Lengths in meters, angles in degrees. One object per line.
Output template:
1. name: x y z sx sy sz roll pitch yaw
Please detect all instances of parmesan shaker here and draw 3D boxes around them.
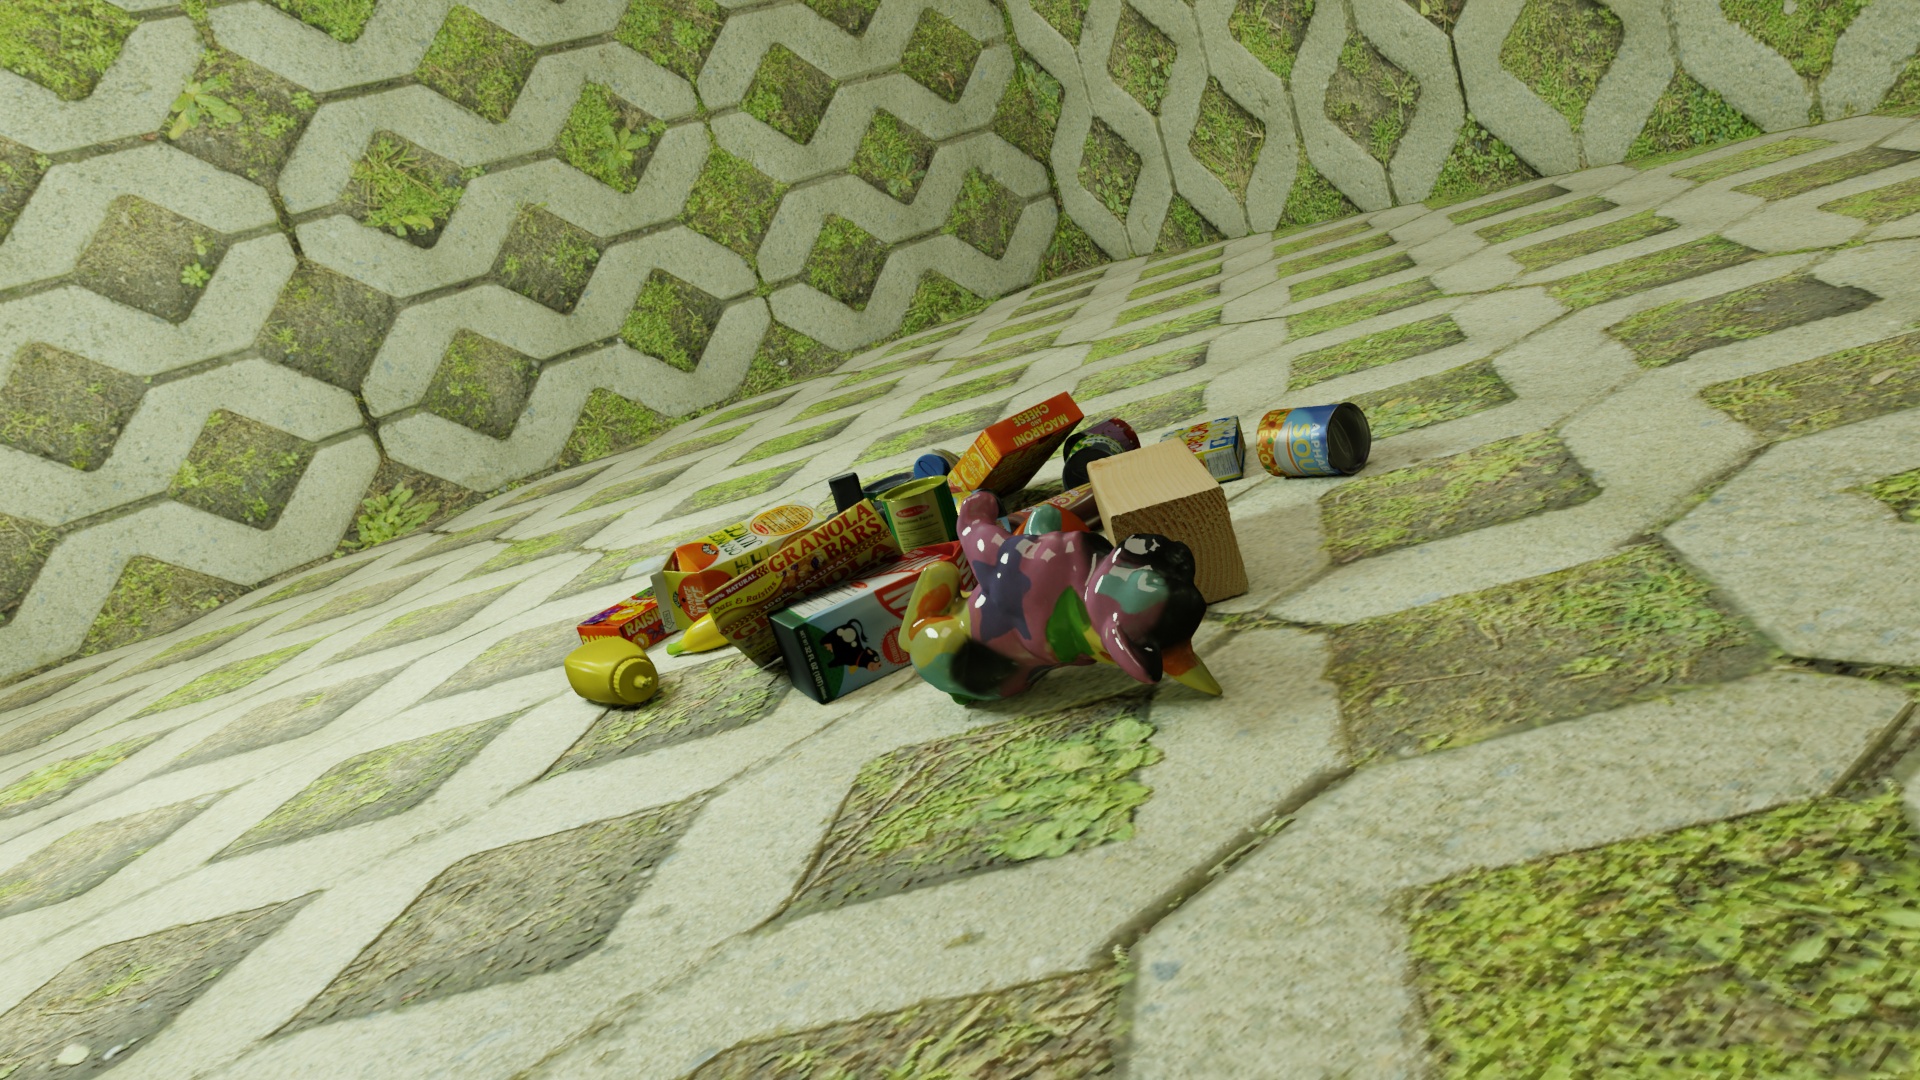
1. parmesan shaker: -0.032 -0.002 1.315 0.071 0.103 0.071 -16 14 4

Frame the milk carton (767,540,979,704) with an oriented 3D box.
1. milk carton: -0.056 0.061 1.171 0.191 0.072 0.073 -24 15 -21

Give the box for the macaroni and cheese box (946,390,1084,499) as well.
1. macaroni and cheese box: 0.049 -0.087 1.523 0.124 0.040 0.165 -27 -12 -32

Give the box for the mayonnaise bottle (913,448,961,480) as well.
1. mayonnaise bottle: -0.022 -0.080 1.613 0.041 0.065 0.148 -49 -7 8

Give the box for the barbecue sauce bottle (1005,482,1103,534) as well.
1. barbecue sauce bottle: 0.116 -0.029 1.363 0.149 0.043 0.065 -23 14 -22

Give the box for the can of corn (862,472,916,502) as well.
1. can of corn: -0.077 -0.040 1.604 0.071 0.058 0.071 -17 14 4

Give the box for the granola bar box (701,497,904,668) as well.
1. granola bar box: -0.129 0.039 1.213 0.166 0.039 0.124 -32 -21 -3

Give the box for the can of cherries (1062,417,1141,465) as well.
1. can of cherries: 0.157 -0.093 1.519 0.058 0.071 0.071 -27 17 -36

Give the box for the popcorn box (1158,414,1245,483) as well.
1. popcorn box: 0.248 -0.089 1.438 0.085 0.038 0.127 -14 15 17

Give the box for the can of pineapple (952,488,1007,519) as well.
1. can of pineapple: 0.005 -0.018 1.399 0.058 0.071 0.071 -8 17 38

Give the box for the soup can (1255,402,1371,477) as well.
1. soup can: 0.328 -0.092 1.298 0.071 0.071 0.083 -28 17 -36

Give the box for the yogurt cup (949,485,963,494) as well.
1. yogurt cup: -0.022 -0.026 1.480 0.054 0.072 0.072 -14 12 -18

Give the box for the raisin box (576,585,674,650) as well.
1. raisin box: -0.338 0.082 1.499 0.086 0.040 0.124 -3 21 43

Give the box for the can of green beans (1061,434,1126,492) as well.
1. can of green beans: 0.142 -0.073 1.450 0.071 0.071 0.058 -14 14 14

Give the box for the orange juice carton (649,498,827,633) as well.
1. orange juice carton: -0.231 0.031 1.466 0.193 0.071 0.073 -24 31 -25

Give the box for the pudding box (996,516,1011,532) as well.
1. pudding box: 0.038 0.013 1.285 0.030 0.049 0.084 -16 14 3

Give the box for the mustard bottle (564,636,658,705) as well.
1. mustard bottle: -0.318 0.125 1.292 0.065 0.048 0.160 -26 17 -29

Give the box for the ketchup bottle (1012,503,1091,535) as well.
1. ketchup bottle: 0.060 0.024 1.202 0.149 0.065 0.043 -44 -12 -47
